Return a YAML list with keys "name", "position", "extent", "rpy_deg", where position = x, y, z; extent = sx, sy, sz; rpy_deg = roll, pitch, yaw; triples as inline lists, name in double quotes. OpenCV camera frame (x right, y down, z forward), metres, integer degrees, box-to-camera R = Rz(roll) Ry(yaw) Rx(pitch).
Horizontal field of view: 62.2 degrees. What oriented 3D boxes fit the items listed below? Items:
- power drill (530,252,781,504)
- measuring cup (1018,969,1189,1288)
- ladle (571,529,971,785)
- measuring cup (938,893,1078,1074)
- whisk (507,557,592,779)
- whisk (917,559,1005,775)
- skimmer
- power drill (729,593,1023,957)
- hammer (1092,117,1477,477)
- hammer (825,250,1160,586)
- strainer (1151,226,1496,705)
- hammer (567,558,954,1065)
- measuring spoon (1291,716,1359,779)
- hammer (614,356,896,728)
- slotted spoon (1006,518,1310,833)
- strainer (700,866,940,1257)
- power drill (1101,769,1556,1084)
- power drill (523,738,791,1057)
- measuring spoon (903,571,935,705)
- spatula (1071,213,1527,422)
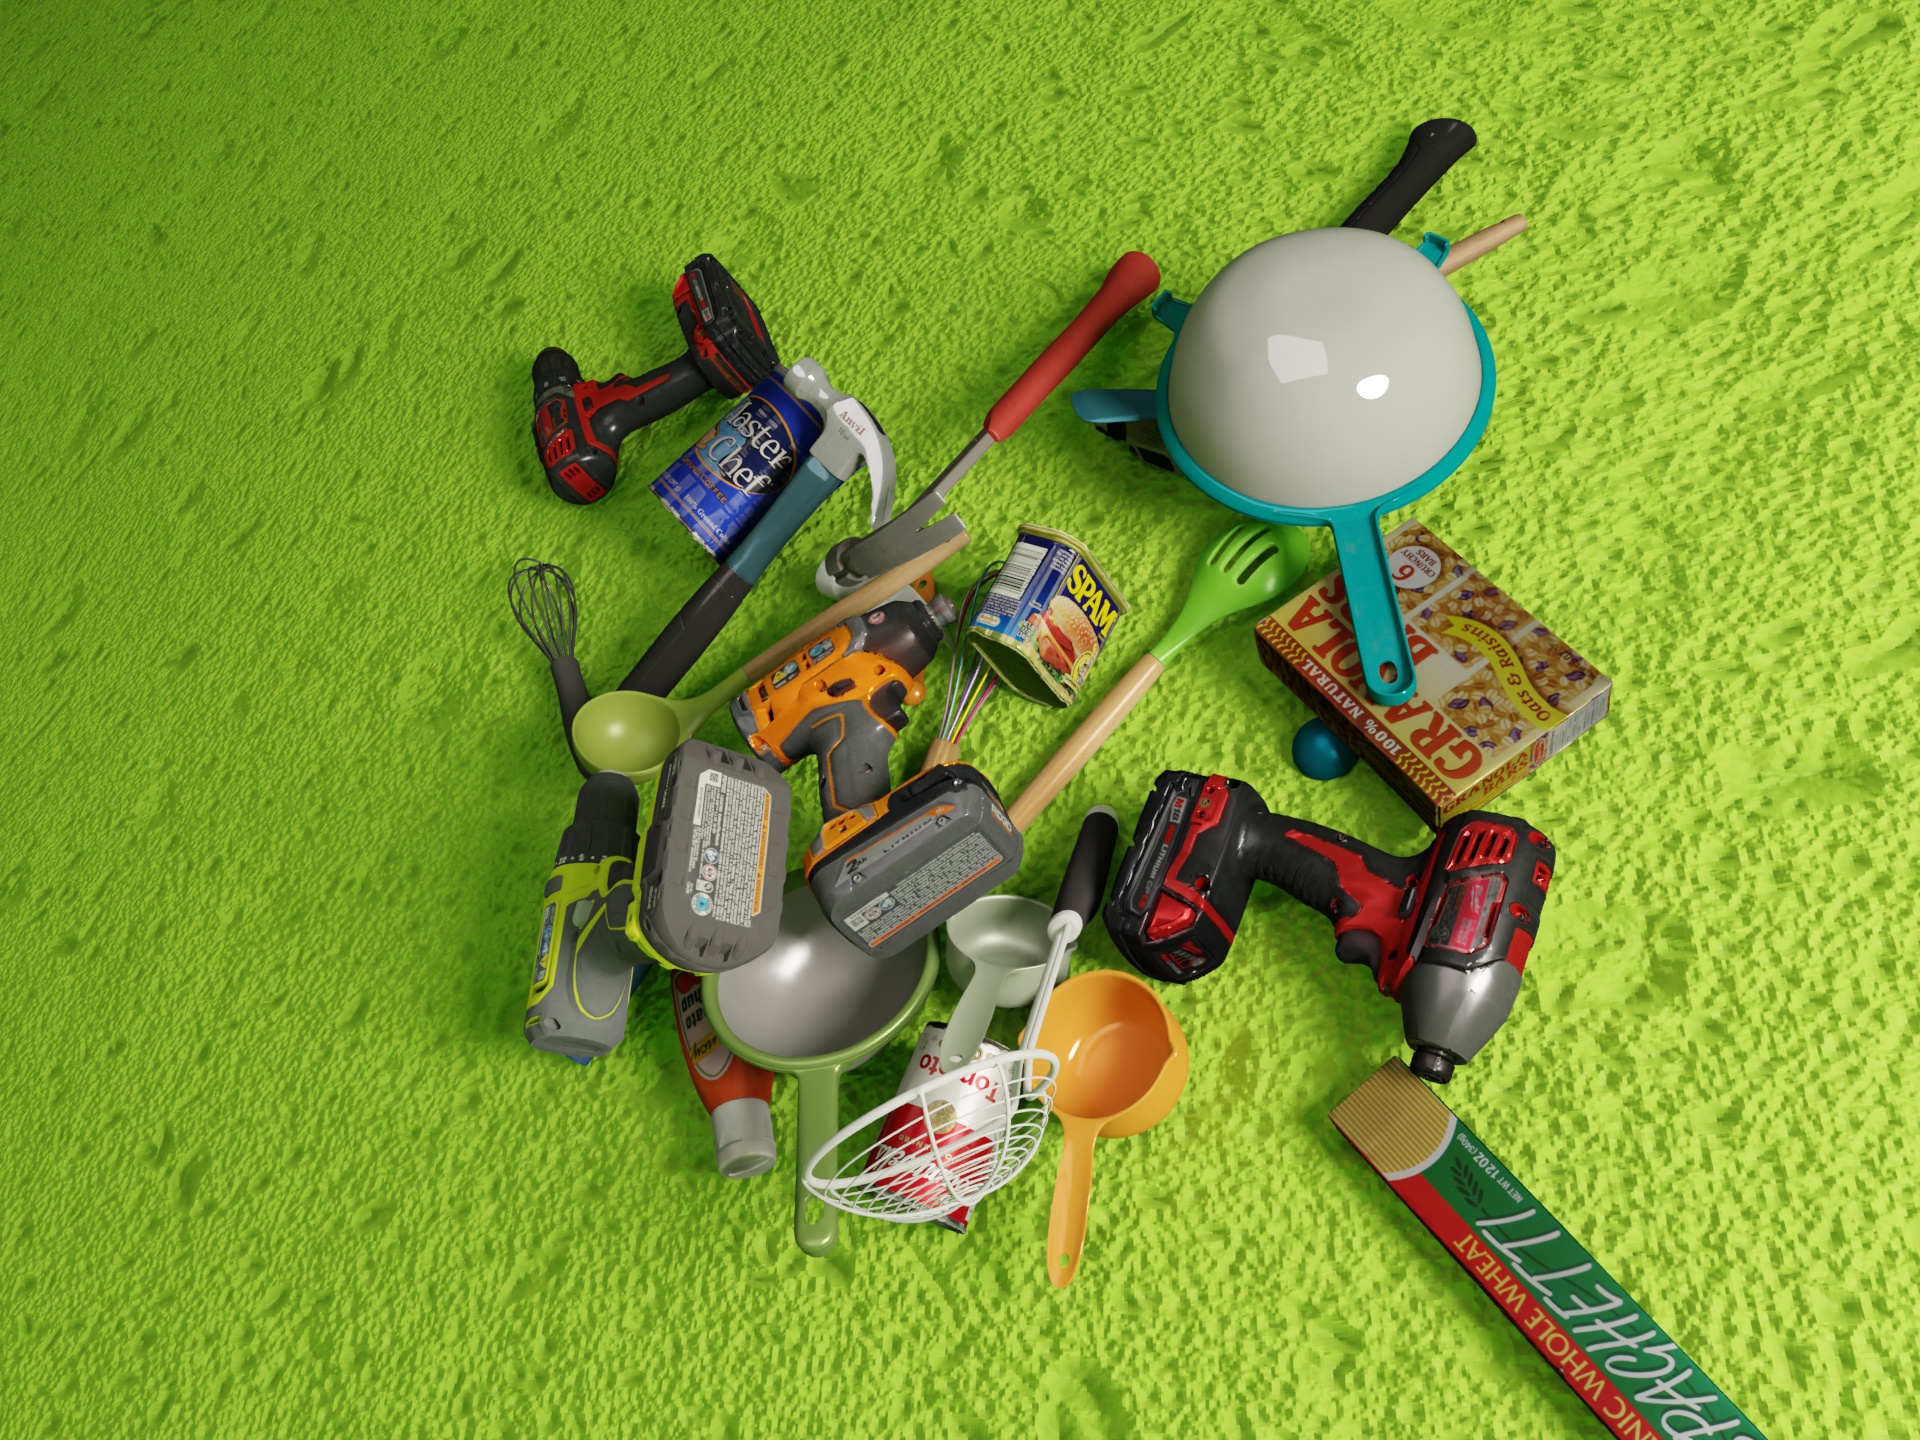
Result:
- name: "power drill"
  position: [-0.284, -0.310, 1.403]
  extent: [0.226, 0.080, 0.188]
  rpy_deg: [-32, 50, 11]
- name: "measuring cup"
  position: [0.077, 0.228, 0.881]
  extent: [0.095, 0.052, 0.174]
  rpy_deg: [-2, 62, 28]
- name: "ladle"
  position: [-0.134, -0.052, 1.119]
  extent: [0.320, 0.062, 0.078]
  rpy_deg: [-32, 56, 10]
- name: "measuring cup"
  position: [0.016, 0.161, 0.914]
  extent: [0.083, 0.038, 0.168]
  rpy_deg: [11, 30, 12]
- name: "whisk"
  position: [-0.318, -0.044, 1.271]
  extent: [0.055, 0.055, 0.239]
  rpy_deg: [-31, 54, 8]
- name: "whisk"
  position: [-0.001, -0.004, 1.076]
  extent: [0.047, 0.051, 0.245]
  rpy_deg: [12, 70, 27]
- name: "skimmer"
  position: [0.022, 0.126, 0.841]
  extent: [0.127, 0.090, 0.363]
  rpy_deg: [-44, 9, 31]
- name: "power drill"
  position: [-0.045, 0.018, 0.994]
  extent: [0.164, 0.084, 0.227]
  rpy_deg: [-35, 44, 6]
- name: "hammer"
  position: [0.251, -0.303, 1.131]
  extent: [0.335, 0.035, 0.146]
  rpy_deg: [-48, 50, -6]
- name: "hammer"
  position: [0.046, -0.227, 1.117]
  extent: [0.359, 0.036, 0.149]
  rpy_deg: [-50, 17, -30]
- name: "strainer"
  position: [0.224, -0.175, 0.944]
  extent: [0.211, 0.095, 0.341]
  rpy_deg: [-10, 60, 10]
- name: "hammer"
  position: [-0.153, 0.062, 1.114]
  extent: [0.144, 0.035, 0.405]
  rpy_deg: [23, 75, 44]
- name: "measuring spoon"
  position: [0.244, -0.021, 0.964]
  extent: [0.042, 0.021, 0.128]
  rpy_deg: [30, 79, 38]
- name: "hammer"
  position: [-0.171, -0.099, 1.168]
  extent: [0.128, 0.033, 0.331]
  rpy_deg: [44, 102, 12]
- name: "slotted spoon"
  position: [0.112, -0.019, 1.034]
  extent: [0.314, 0.031, 0.070]
  rpy_deg: [-48, 51, -4]
- name: "strainer"
  position: [-0.078, 0.205, 0.953]
  extent: [0.151, 0.069, 0.257]
  rpy_deg: [-10, 48, 7]
- name: "power drill"
  position: [0.198, 0.108, 0.866]
  extent: [0.220, 0.078, 0.143]
  rpy_deg: [9, 66, 35]
- name: "power drill"
  position: [-0.198, 0.097, 0.998]
  extent: [0.228, 0.080, 0.191]
  rpy_deg: [-30, 49, 48]
- name: "measuring spoon"
  position: [-0.032, -0.063, 1.147]
  extent: [0.021, 0.011, 0.117]
  rpy_deg: [-10, 57, 23]
- name: "spatula"
  position: [0.227, -0.267, 1.069]
  extent: [0.317, 0.044, 0.082]
  rpy_deg: [-27, 23, 10]
